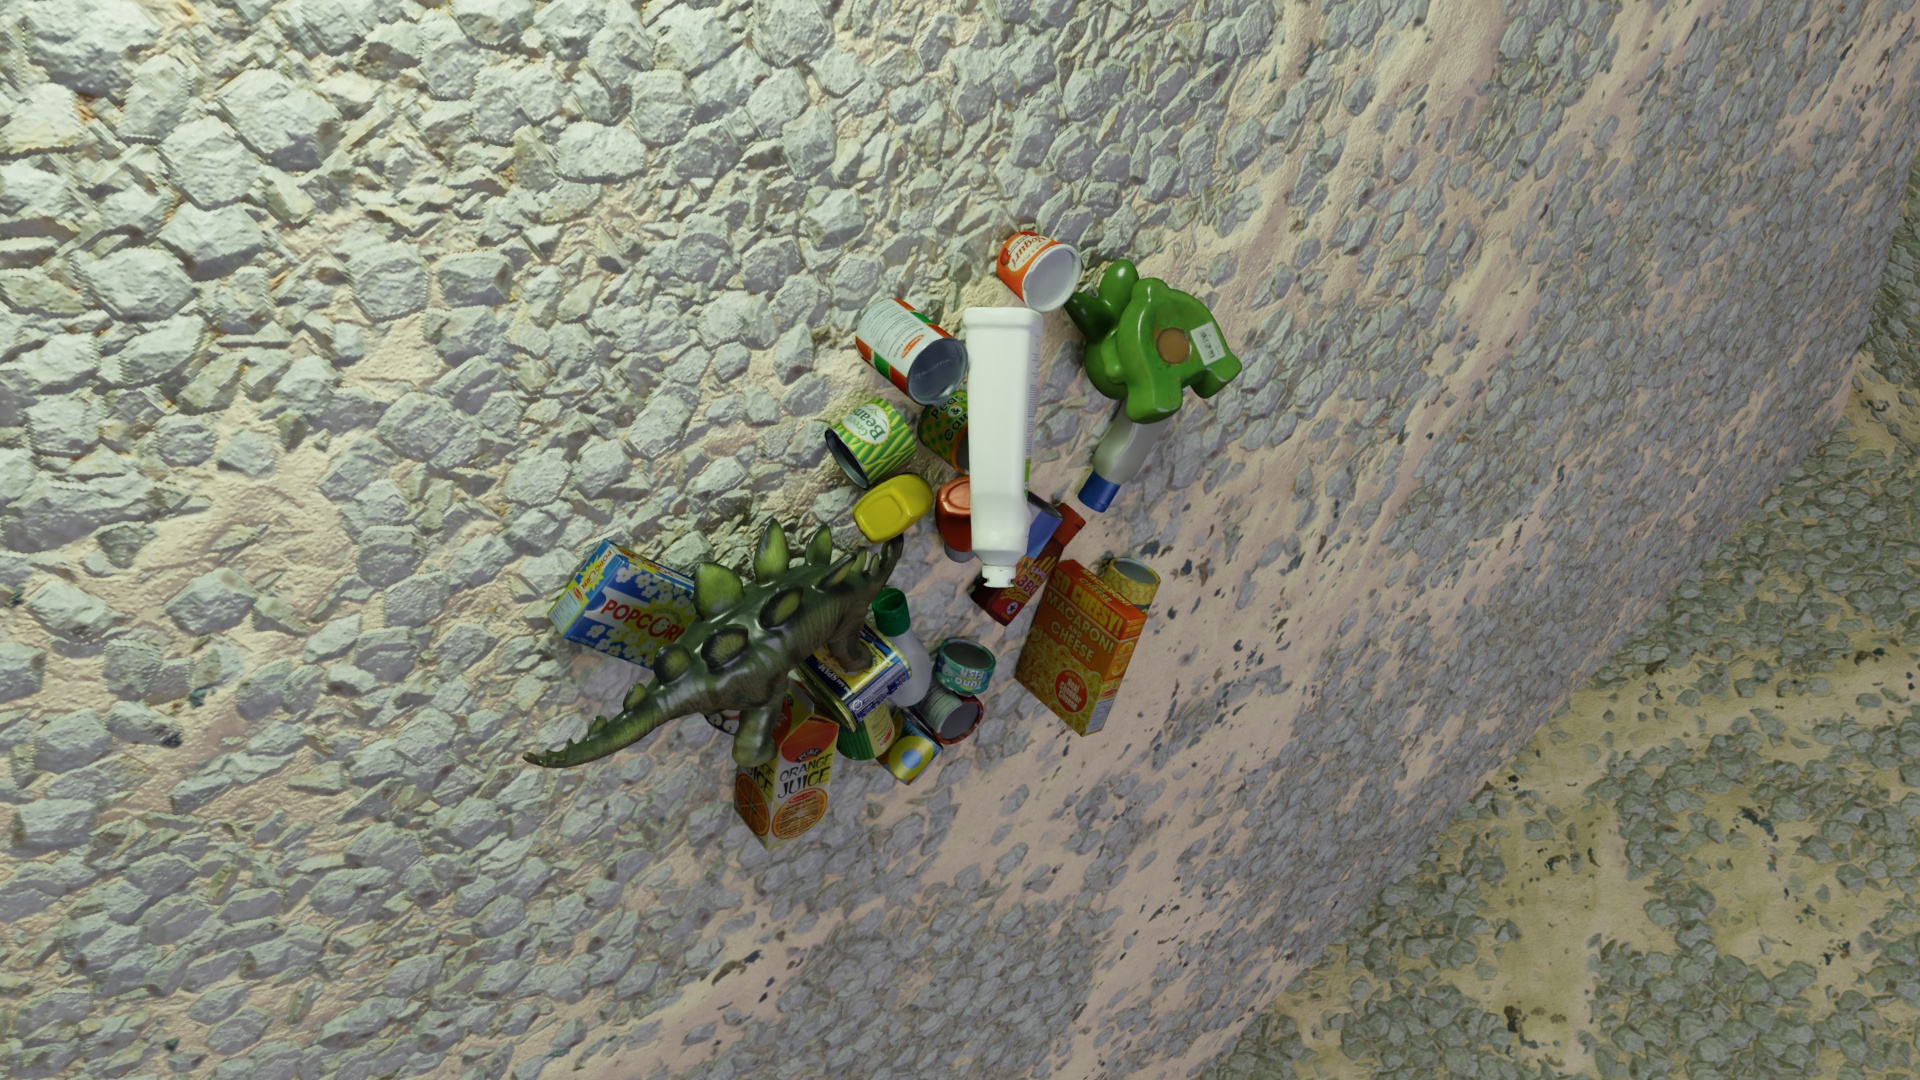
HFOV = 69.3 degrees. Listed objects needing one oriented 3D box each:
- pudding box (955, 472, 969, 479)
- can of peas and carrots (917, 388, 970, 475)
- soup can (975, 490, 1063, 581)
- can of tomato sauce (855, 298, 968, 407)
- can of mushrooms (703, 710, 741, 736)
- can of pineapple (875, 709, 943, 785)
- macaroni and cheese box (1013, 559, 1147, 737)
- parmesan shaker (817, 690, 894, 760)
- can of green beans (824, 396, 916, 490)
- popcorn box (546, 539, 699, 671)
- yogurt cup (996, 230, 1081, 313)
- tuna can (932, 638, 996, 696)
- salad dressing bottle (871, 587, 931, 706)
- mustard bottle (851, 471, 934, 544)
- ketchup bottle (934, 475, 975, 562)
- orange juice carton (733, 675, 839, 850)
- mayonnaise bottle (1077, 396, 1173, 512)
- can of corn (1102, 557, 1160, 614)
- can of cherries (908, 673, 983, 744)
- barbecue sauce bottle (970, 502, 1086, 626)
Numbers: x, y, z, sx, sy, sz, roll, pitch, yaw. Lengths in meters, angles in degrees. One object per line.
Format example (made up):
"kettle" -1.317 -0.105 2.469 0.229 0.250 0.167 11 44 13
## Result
"pudding box" 0.034 -0.086 1.413 0.050 0.030 0.083 1 121 -46
"can of peas and carrots" 0.001 -0.106 1.339 0.071 0.059 0.070 -26 137 -27
"soup can" 0.061 -0.008 1.477 0.071 0.071 0.083 20 107 -51
"can of tomato sauce" -0.043 -0.166 1.224 0.071 0.083 0.070 -26 137 -27
"can of mushrooms" -0.212 0.160 1.346 0.071 0.071 0.033 -2 121 -44
"can of pineapple" -0.063 0.232 1.561 0.058 0.071 0.071 -47 142 -2
"macaroni and cheese box" 0.138 0.124 1.618 0.040 0.124 0.165 -10 128 -43
"parmesan shaker" -0.110 0.174 1.466 0.071 0.071 0.102 -33 139 -20
"can of green beans" -0.082 -0.089 1.266 0.058 0.071 0.071 -37 141 -16
"popcorn box" -0.285 0.060 1.216 0.085 0.038 0.126 -51 143 5
"yogurt cup" 0.070 -0.252 1.287 0.073 0.054 0.072 -26 137 -27
"tuna can" 0.005 0.140 1.544 0.071 0.071 0.032 -6 124 -41
"salad dressing bottle" -0.066 0.113 1.474 0.064 0.044 0.146 -29 137 -21
"mustard bottle" -0.057 -0.037 1.318 0.065 0.049 0.160 -33 -177 13
"ketchup bottle" 0.005 -0.017 1.388 0.065 0.043 0.148 -10 160 -8
"orange juice carton" -0.179 0.219 1.428 0.073 0.072 0.191 -17 132 -35
"mayonnaise bottle" 0.181 -0.101 1.537 0.065 0.041 0.147 13 113 -47
"can of corn" 0.201 0.062 1.671 0.071 0.071 0.058 -4 123 -43
"can of cherries" -0.014 0.190 1.577 0.072 0.058 0.071 -26 136 -27
"barbecue sauce bottle" 0.078 0.024 1.539 0.148 0.044 0.064 -49 143 -1
